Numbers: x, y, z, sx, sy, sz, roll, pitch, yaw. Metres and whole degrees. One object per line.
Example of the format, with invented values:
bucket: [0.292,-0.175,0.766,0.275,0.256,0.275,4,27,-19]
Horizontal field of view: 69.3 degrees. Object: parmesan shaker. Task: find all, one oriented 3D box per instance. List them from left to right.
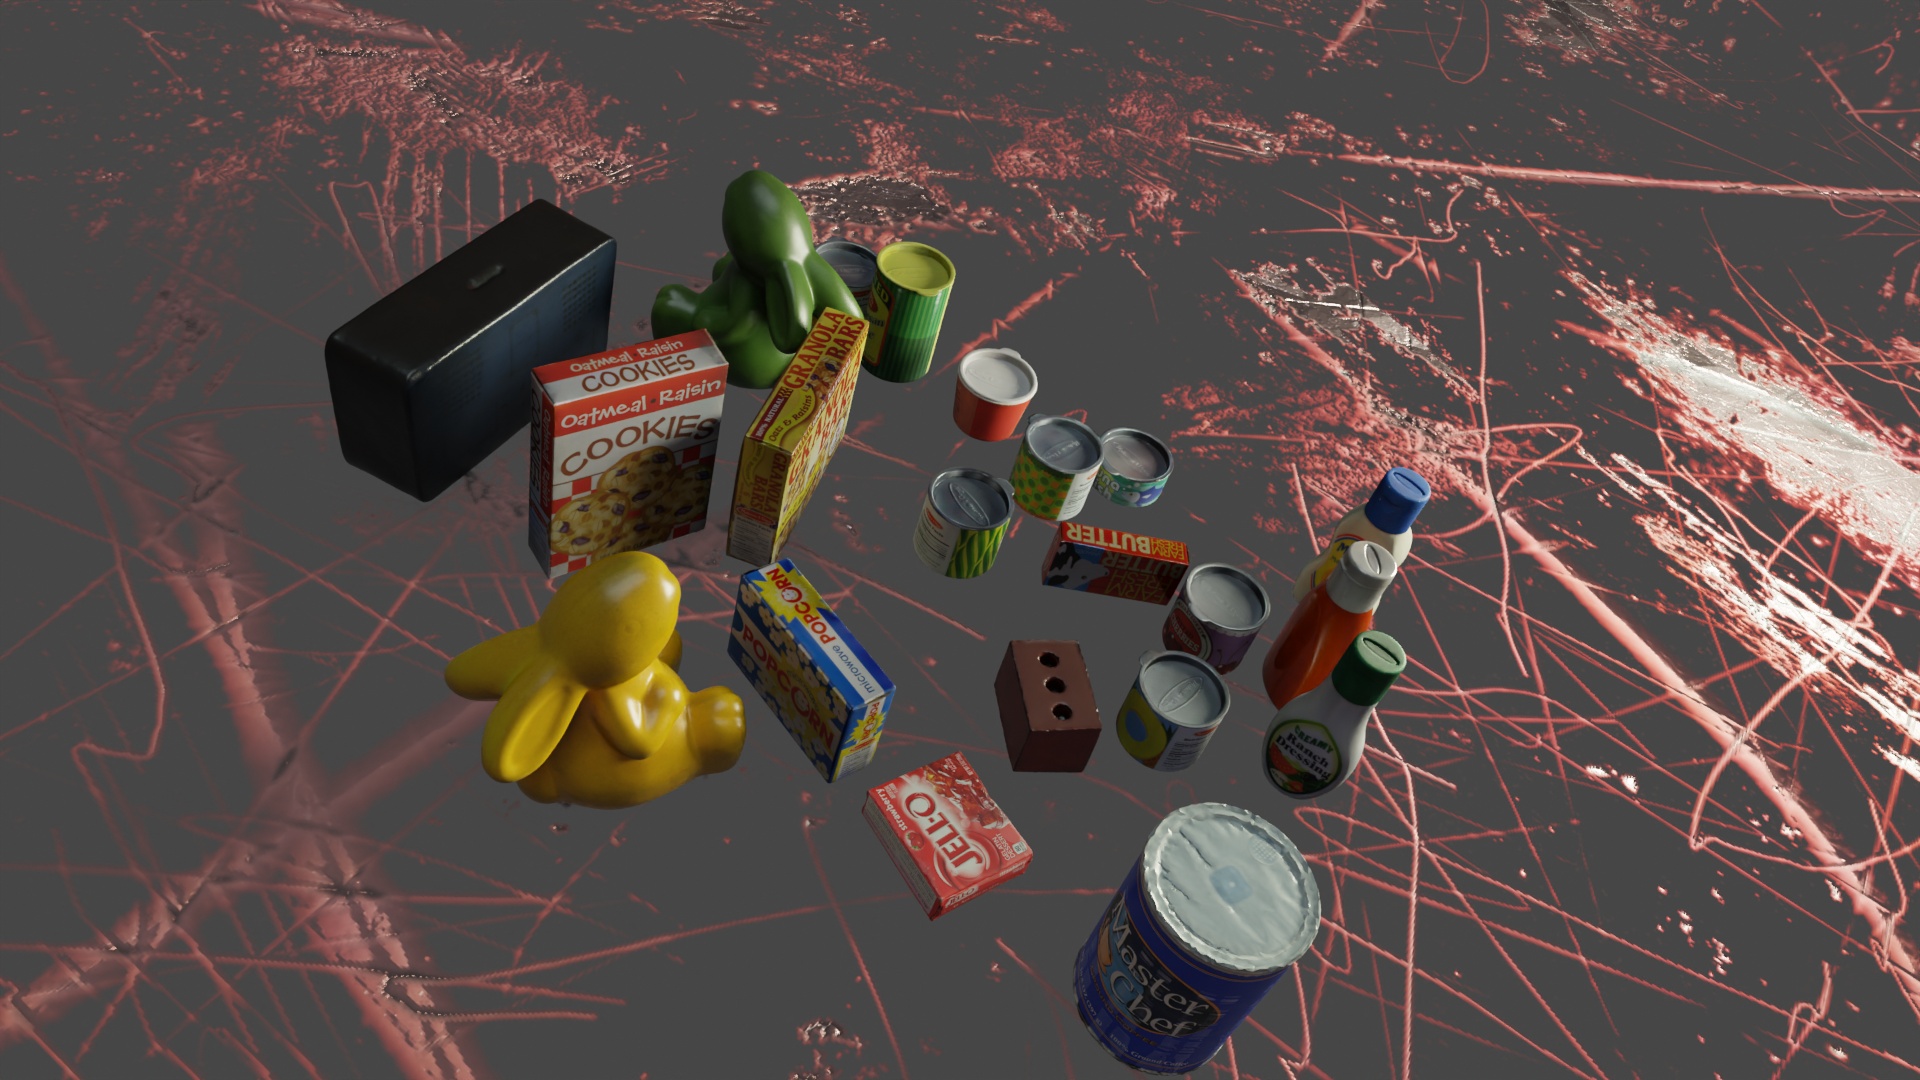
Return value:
parmesan shaker: [-0.047,-0.191,1.180,0.071,0.102,0.072,9,46,-9]

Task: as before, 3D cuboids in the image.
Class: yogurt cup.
yogurt cup: [0.026,-0.120,1.171,0.072,0.053,0.073,9,46,-9]

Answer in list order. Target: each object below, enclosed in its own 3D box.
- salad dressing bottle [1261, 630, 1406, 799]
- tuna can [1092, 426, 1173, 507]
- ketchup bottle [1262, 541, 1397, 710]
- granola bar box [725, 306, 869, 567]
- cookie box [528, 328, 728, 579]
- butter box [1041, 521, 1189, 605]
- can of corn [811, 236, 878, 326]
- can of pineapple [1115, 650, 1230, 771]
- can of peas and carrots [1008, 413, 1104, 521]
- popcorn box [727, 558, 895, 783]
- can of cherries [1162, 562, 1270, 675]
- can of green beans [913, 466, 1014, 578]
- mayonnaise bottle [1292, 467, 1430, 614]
salad dressing bottle: [0.255,0.120,0.949,0.064,0.146,0.044,38,48,18]
tuna can: [0.141,-0.061,1.165,0.071,0.032,0.071,9,46,-9]
ketchup bottle: [0.266,0.062,1.007,0.043,0.148,0.065,8,46,-10]
granola bar box: [-0.122,-0.077,1.033,0.039,0.123,0.166,20,45,2]
cookie box: [-0.230,-0.059,0.951,0.123,0.166,0.040,-20,56,-32]
butter box: [0.119,0.018,1.069,0.103,0.052,0.024,10,46,-9]
can of corn: [-0.105,-0.223,1.224,0.071,0.058,0.071,9,46,-9]
can of pineapple: [0.148,0.119,0.979,0.071,0.057,0.071,9,46,-9]
can of peas and carrots: [0.075,-0.060,1.125,0.071,0.058,0.071,9,46,-9]
popcorn box: [-0.100,0.085,0.913,0.038,0.084,0.127,-24,58,-34]
can of cherries: [0.190,0.060,1.048,0.071,0.058,0.072,9,46,-9]
can of green beans: [0.002,-0.013,1.058,0.071,0.057,0.071,9,46,-9]
mayonnaise bottle: [0.313,0.007,1.075,0.065,0.147,0.041,42,49,22]
